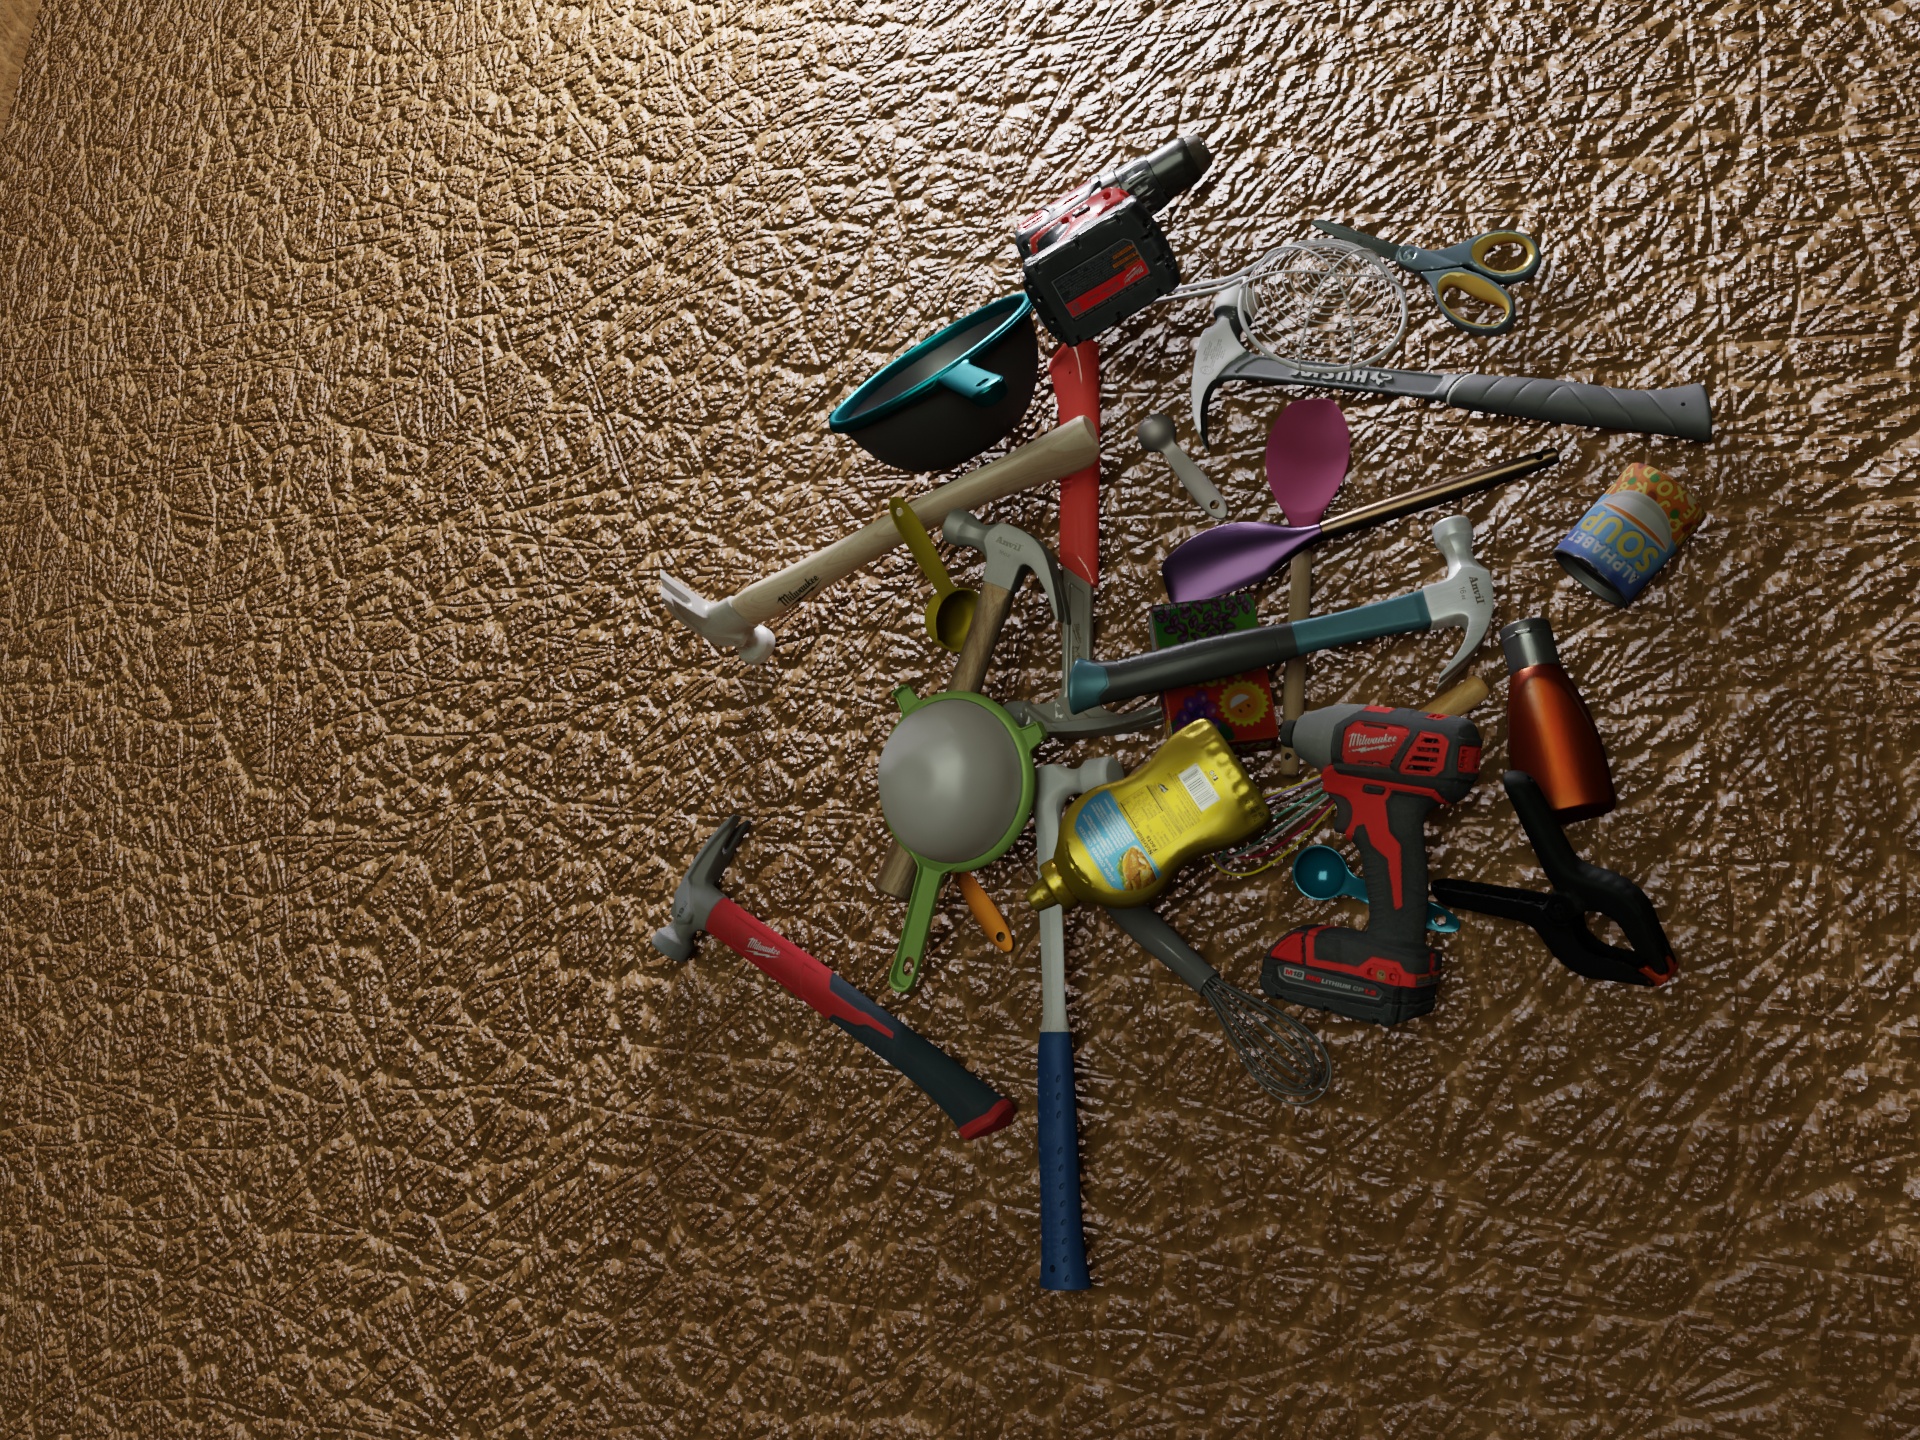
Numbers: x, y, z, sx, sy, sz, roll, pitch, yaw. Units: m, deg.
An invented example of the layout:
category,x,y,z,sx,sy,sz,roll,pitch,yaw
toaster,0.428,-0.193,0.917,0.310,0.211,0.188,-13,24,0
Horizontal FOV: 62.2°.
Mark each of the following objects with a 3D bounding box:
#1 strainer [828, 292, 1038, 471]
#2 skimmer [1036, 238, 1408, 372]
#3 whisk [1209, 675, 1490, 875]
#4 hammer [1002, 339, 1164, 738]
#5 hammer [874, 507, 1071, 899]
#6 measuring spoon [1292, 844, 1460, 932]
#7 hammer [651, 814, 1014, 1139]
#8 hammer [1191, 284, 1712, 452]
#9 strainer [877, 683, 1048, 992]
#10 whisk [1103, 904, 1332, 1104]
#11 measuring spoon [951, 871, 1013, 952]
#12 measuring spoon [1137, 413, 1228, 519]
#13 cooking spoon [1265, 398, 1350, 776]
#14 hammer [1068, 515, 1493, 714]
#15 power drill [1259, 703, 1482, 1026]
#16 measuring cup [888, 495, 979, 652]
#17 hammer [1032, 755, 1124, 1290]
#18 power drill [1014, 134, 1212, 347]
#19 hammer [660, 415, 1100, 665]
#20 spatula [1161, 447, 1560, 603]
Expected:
category,x,y,z,sx,sy,sz,roll,pitch,yaw
strainer,0.008,-0.264,1.346,0.211,0.095,0.341,-34,21,-1
skimmer,0.200,-0.333,1.325,0.363,0.090,0.127,9,57,53
whisk,0.293,0.040,1.213,0.245,0.051,0.047,-36,57,11
hammer,0.111,-0.162,1.369,0.149,0.036,0.359,-5,74,26
hammer,-0.002,-0.004,1.346,0.130,0.031,0.331,23,98,25
measuring spoon,0.313,0.129,1.193,0.129,0.021,0.042,22,102,22
hammer,-0.102,0.225,1.368,0.387,0.038,0.143,29,89,31
hammer,0.373,-0.259,1.252,0.409,0.036,0.149,14,73,28
strainer,-0.032,0.100,1.295,0.151,0.069,0.256,16,94,31
whisk,0.188,0.204,1.220,0.055,0.055,0.239,-52,55,6
measuring spoon,0.011,0.149,1.345,0.021,0.011,0.117,-41,61,12
measuring spoon,0.189,-0.217,1.354,0.034,0.018,0.124,-39,62,12
cooking spoon,0.274,-0.111,1.279,0.069,0.017,0.319,1,75,23
hammer,0.243,-0.061,1.224,0.331,0.033,0.128,-13,69,7
power drill,0.287,0.097,1.146,0.143,0.078,0.219,10,93,35
measuring cup,-0.027,-0.128,1.376,0.062,0.156,0.029,-40,27,-20
hammer,0.070,0.236,1.262,0.144,0.035,0.406,-11,74,36
power drill,0.135,-0.420,1.358,0.188,0.080,0.227,-27,27,17
hammer,-0.069,-0.167,1.392,0.410,0.146,0.038,-24,57,22
spatula,0.311,-0.160,1.258,0.316,0.018,0.060,-17,69,17
